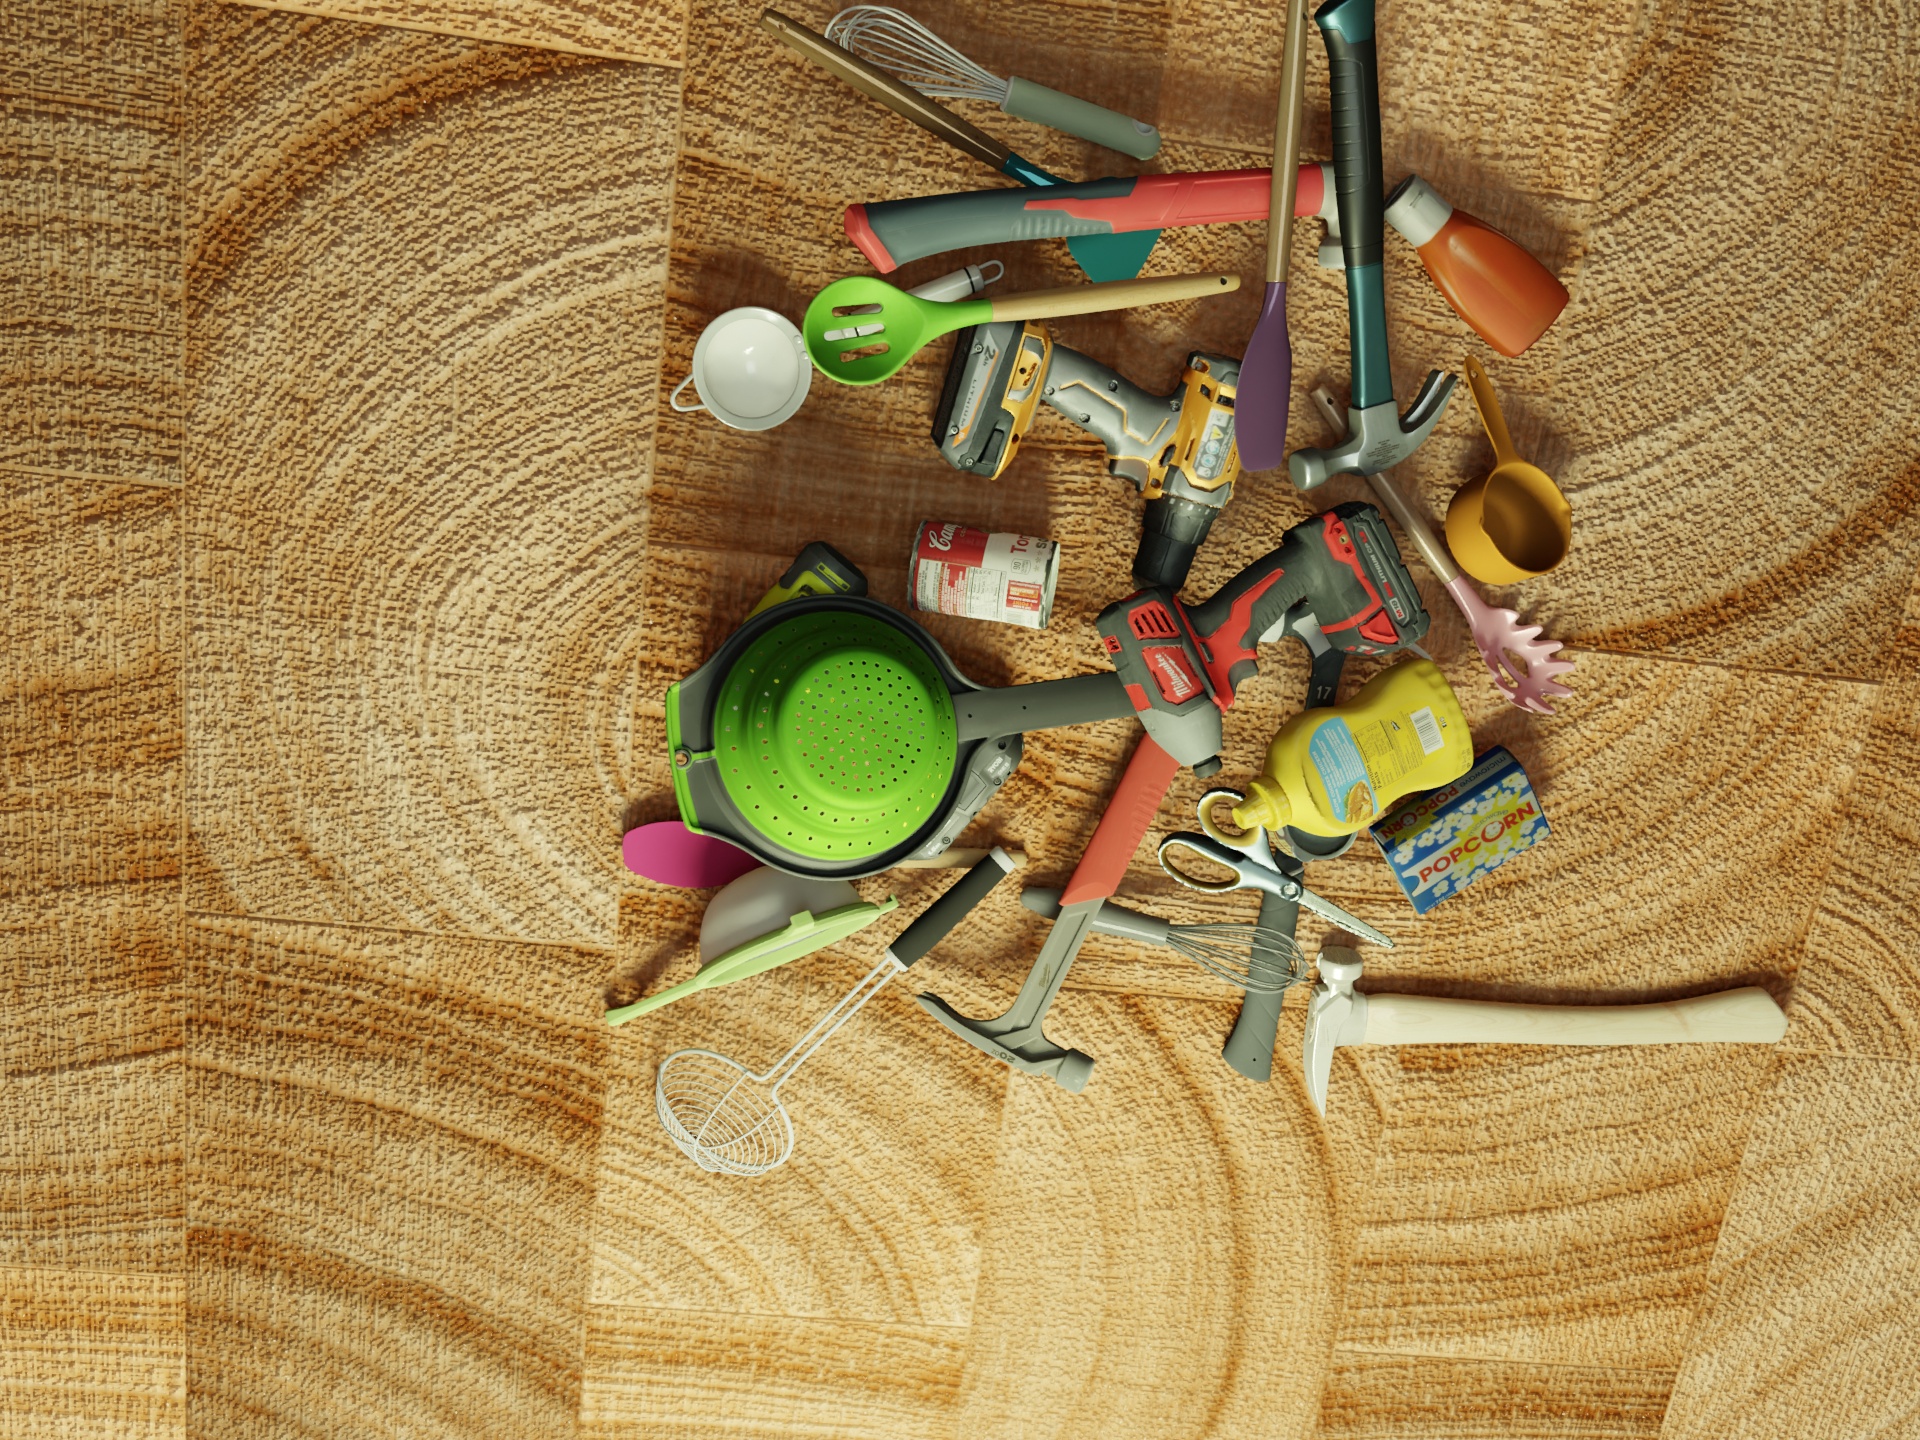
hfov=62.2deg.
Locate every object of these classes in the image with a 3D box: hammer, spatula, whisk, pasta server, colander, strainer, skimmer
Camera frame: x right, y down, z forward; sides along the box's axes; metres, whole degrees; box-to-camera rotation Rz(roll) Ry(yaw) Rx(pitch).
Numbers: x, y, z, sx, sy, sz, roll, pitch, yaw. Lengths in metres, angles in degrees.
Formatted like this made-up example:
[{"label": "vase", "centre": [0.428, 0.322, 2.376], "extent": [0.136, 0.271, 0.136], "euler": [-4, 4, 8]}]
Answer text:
[{"label": "hammer", "centre": [0.495, 0.265, 1.347], "extent": [0.410, 0.038, 0.146], "euler": [1, 108, -5]}, {"label": "spatula", "centre": [0.219, -0.330, 1.099], "extent": [0.059, 0.018, 0.315], "euler": [-12, 113, -37]}, {"label": "hammer", "centre": [0.280, -0.333, 1.112], "extent": [0.128, 0.033, 0.330], "euler": [-16, 116, -12]}, {"label": "whisk", "centre": [0.025, -0.437, 1.105], "extent": [0.246, 0.058, 0.059], "euler": [15, 139, -12]}, {"label": "spatula", "centre": [0.005, -0.396, 1.090], "extent": [0.317, 0.044, 0.082], "euler": [25, 105, -19]}, {"label": "pasta server", "centre": [0.366, -0.131, 1.220], "extent": [0.060, 0.040, 0.316], "euler": [-43, 104, -11]}, {"label": "whisk", "centre": [0.163, 0.171, 1.269], "extent": [0.239, 0.055, 0.055], "euler": [14, 105, 7]}, {"label": "colander", "centre": [-0.002, -0.004, 1.118], "extent": [0.397, 0.094, 0.204], "euler": [-8, 87, -17]}, {"label": "strainer", "centre": [-0.186, 0.168, 1.243], "extent": [0.256, 0.151, 0.069], "euler": [-26, 79, 23]}, {"label": "strainer", "centre": [-0.088, -0.278, 1.142], "extent": [0.258, 0.050, 0.086], "euler": [-22, 113, -4]}, {"label": "hammer", "centre": [0.110, -0.367, 1.081], "extent": [0.386, 0.038, 0.143], "euler": [-10, 113, -16]}, {"label": "skimmer", "centre": [-0.097, 0.227, 1.283], "extent": [0.363, 0.090, 0.127], "euler": [-44, 96, 1]}, {"label": "hammer", "centre": [0.106, 0.102, 1.245], "extent": [0.149, 0.036, 0.359], "euler": [27, 94, 11]}, {"label": "hammer", "centre": [0.271, 0.105, 1.284], "extent": [0.149, 0.036, 0.408], "euler": [5, 106, -7]}]

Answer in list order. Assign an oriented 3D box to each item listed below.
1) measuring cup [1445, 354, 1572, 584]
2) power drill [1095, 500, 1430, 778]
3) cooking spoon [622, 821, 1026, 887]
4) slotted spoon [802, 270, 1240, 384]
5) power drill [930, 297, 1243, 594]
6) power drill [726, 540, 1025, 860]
[{"label": "measuring cup", "centre": [0.397, -0.186, 1.202], "extent": [0.095, 0.052, 0.174], "euler": [-14, 84, -27]}, {"label": "power drill", "centre": [0.220, -0.059, 1.160], "extent": [0.219, 0.078, 0.143], "euler": [-26, 92, -12]}, {"label": "cooking spoon", "centre": [-0.106, 0.107, 1.262], "extent": [0.319, 0.017, 0.068], "euler": [2, 126, -6]}, {"label": "slotted spoon", "centre": [0.044, -0.278, 1.076], "extent": [0.313, 0.031, 0.070], "euler": [-11, 103, -14]}, {"label": "power drill", "centre": [0.095, -0.196, 1.162], "extent": [0.226, 0.084, 0.185], "euler": [13, 107, -13]}, {"label": "power drill", "centre": [-0.078, -0.003, 1.206], "extent": [0.223, 0.080, 0.171], "euler": [39, 99, -10]}]
